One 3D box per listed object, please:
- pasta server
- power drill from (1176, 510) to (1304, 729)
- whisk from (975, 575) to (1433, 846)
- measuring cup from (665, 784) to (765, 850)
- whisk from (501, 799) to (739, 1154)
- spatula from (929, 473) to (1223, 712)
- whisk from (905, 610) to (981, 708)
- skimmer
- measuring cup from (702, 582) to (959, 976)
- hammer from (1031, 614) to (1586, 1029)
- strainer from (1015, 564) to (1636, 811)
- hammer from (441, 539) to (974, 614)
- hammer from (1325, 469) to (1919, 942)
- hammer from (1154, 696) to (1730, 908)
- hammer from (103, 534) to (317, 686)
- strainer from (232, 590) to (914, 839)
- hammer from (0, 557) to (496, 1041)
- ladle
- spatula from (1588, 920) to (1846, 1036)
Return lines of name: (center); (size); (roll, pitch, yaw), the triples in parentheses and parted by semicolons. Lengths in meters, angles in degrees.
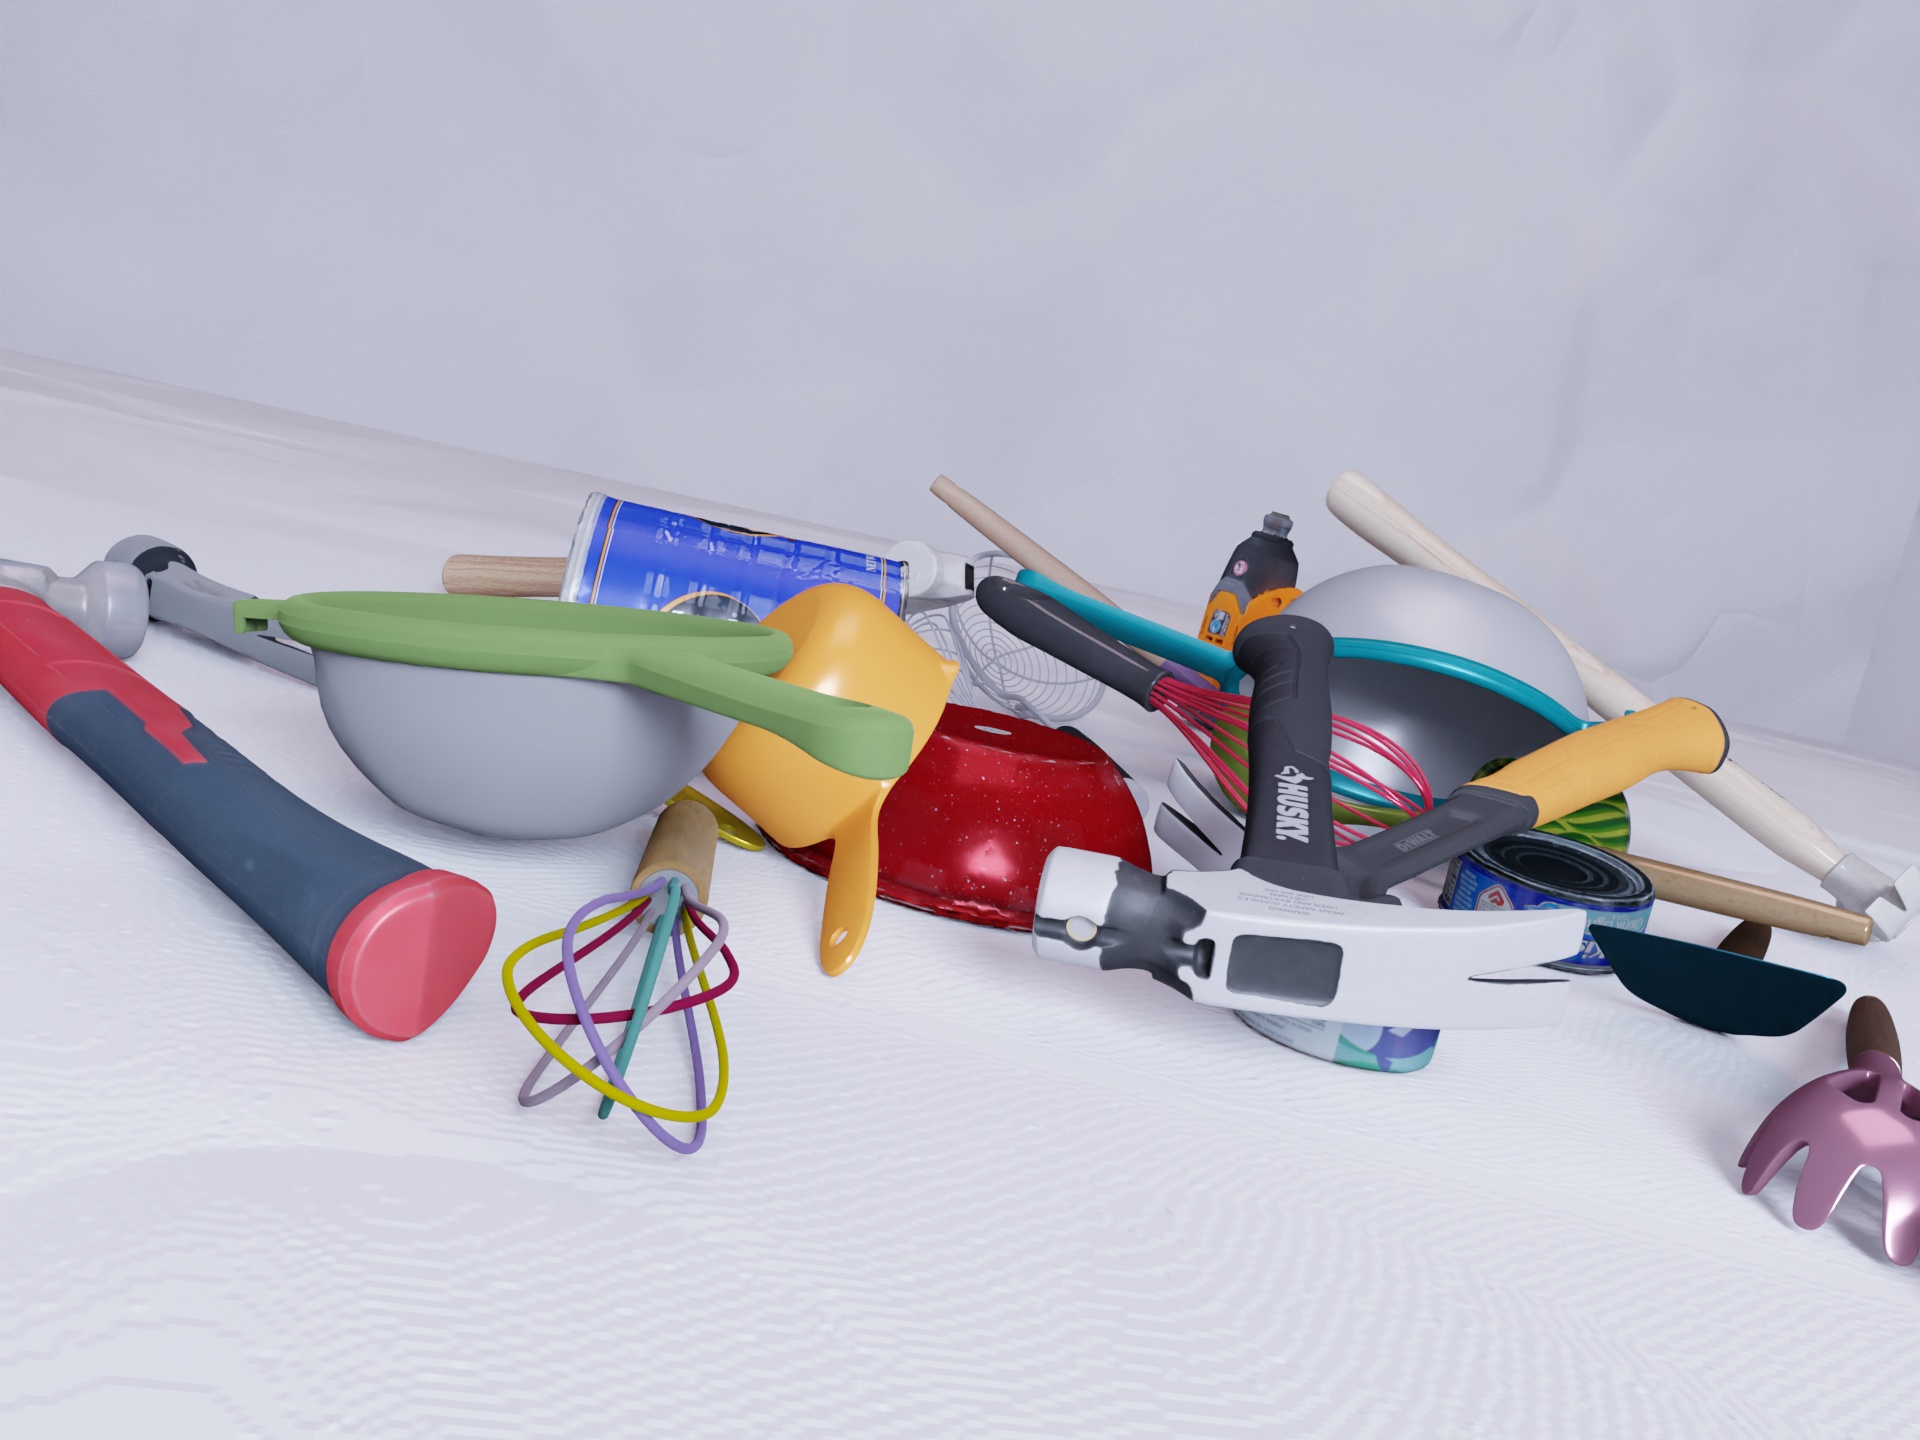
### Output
pasta server: (0.314, 0.126, 0.551); (0.060, 0.040, 0.316); (18, 6, 29)
power drill: (0.261, -0.048, 1.104); (0.084, 0.164, 0.227); (7, 13, -44)
whisk: (0.115, -0.005, 0.797); (0.296, 0.073, 0.073); (33, 19, 33)
measuring cup: (-0.141, 0.020, 0.588); (0.156, 0.029, 0.062); (28, 13, 17)
whisk: (-0.080, 0.049, 0.414); (0.047, 0.051, 0.245); (6, 7, -7)
spatula: (0.109, -0.054, 1.006); (0.316, 0.018, 0.060); (37, 7, -6)
whisk: (0.000, -0.003, 0.810); (0.070, 0.070, 0.285); (9, 14, -21)
skimmer: (0.065, -0.025, 0.908); (0.127, 0.090, 0.363); (36, 5, -15)
measuring cup: (-0.051, 0.015, 0.513); (0.052, 0.095, 0.174); (44, 19, -22)
hammer: (0.124, 0.016, 0.572); (0.146, 0.035, 0.335); (9, 19, 9)
strainer: (0.201, -0.049, 0.907); (0.340, 0.095, 0.211); (21, -19, 2)
hammer: (-0.151, -0.084, 0.934); (0.331, 0.031, 0.130); (2, 0, 17)
hammer: (0.370, -0.023, 0.929); (0.411, 0.038, 0.146); (45, 11, 27)
hammer: (0.235, 0.030, 0.688); (0.336, 0.034, 0.127); (-13, 36, -40)
hammer: (-0.209, -0.045, 0.833); (0.149, 0.036, 0.408); (21, 11, 35)
strainer: (-0.096, 0.008, 0.448); (0.151, 0.069, 0.256); (0, 9, -39)
hammer: (-0.259, 0.002, 0.462); (0.143, 0.038, 0.387); (2, 14, -45)
ladle: (0.263, 0.047, 0.768); (0.320, 0.062, 0.078); (14, -15, 36)
spatula: (0.332, 0.098, 0.680); (0.082, 0.044, 0.317); (12, 6, 30)
